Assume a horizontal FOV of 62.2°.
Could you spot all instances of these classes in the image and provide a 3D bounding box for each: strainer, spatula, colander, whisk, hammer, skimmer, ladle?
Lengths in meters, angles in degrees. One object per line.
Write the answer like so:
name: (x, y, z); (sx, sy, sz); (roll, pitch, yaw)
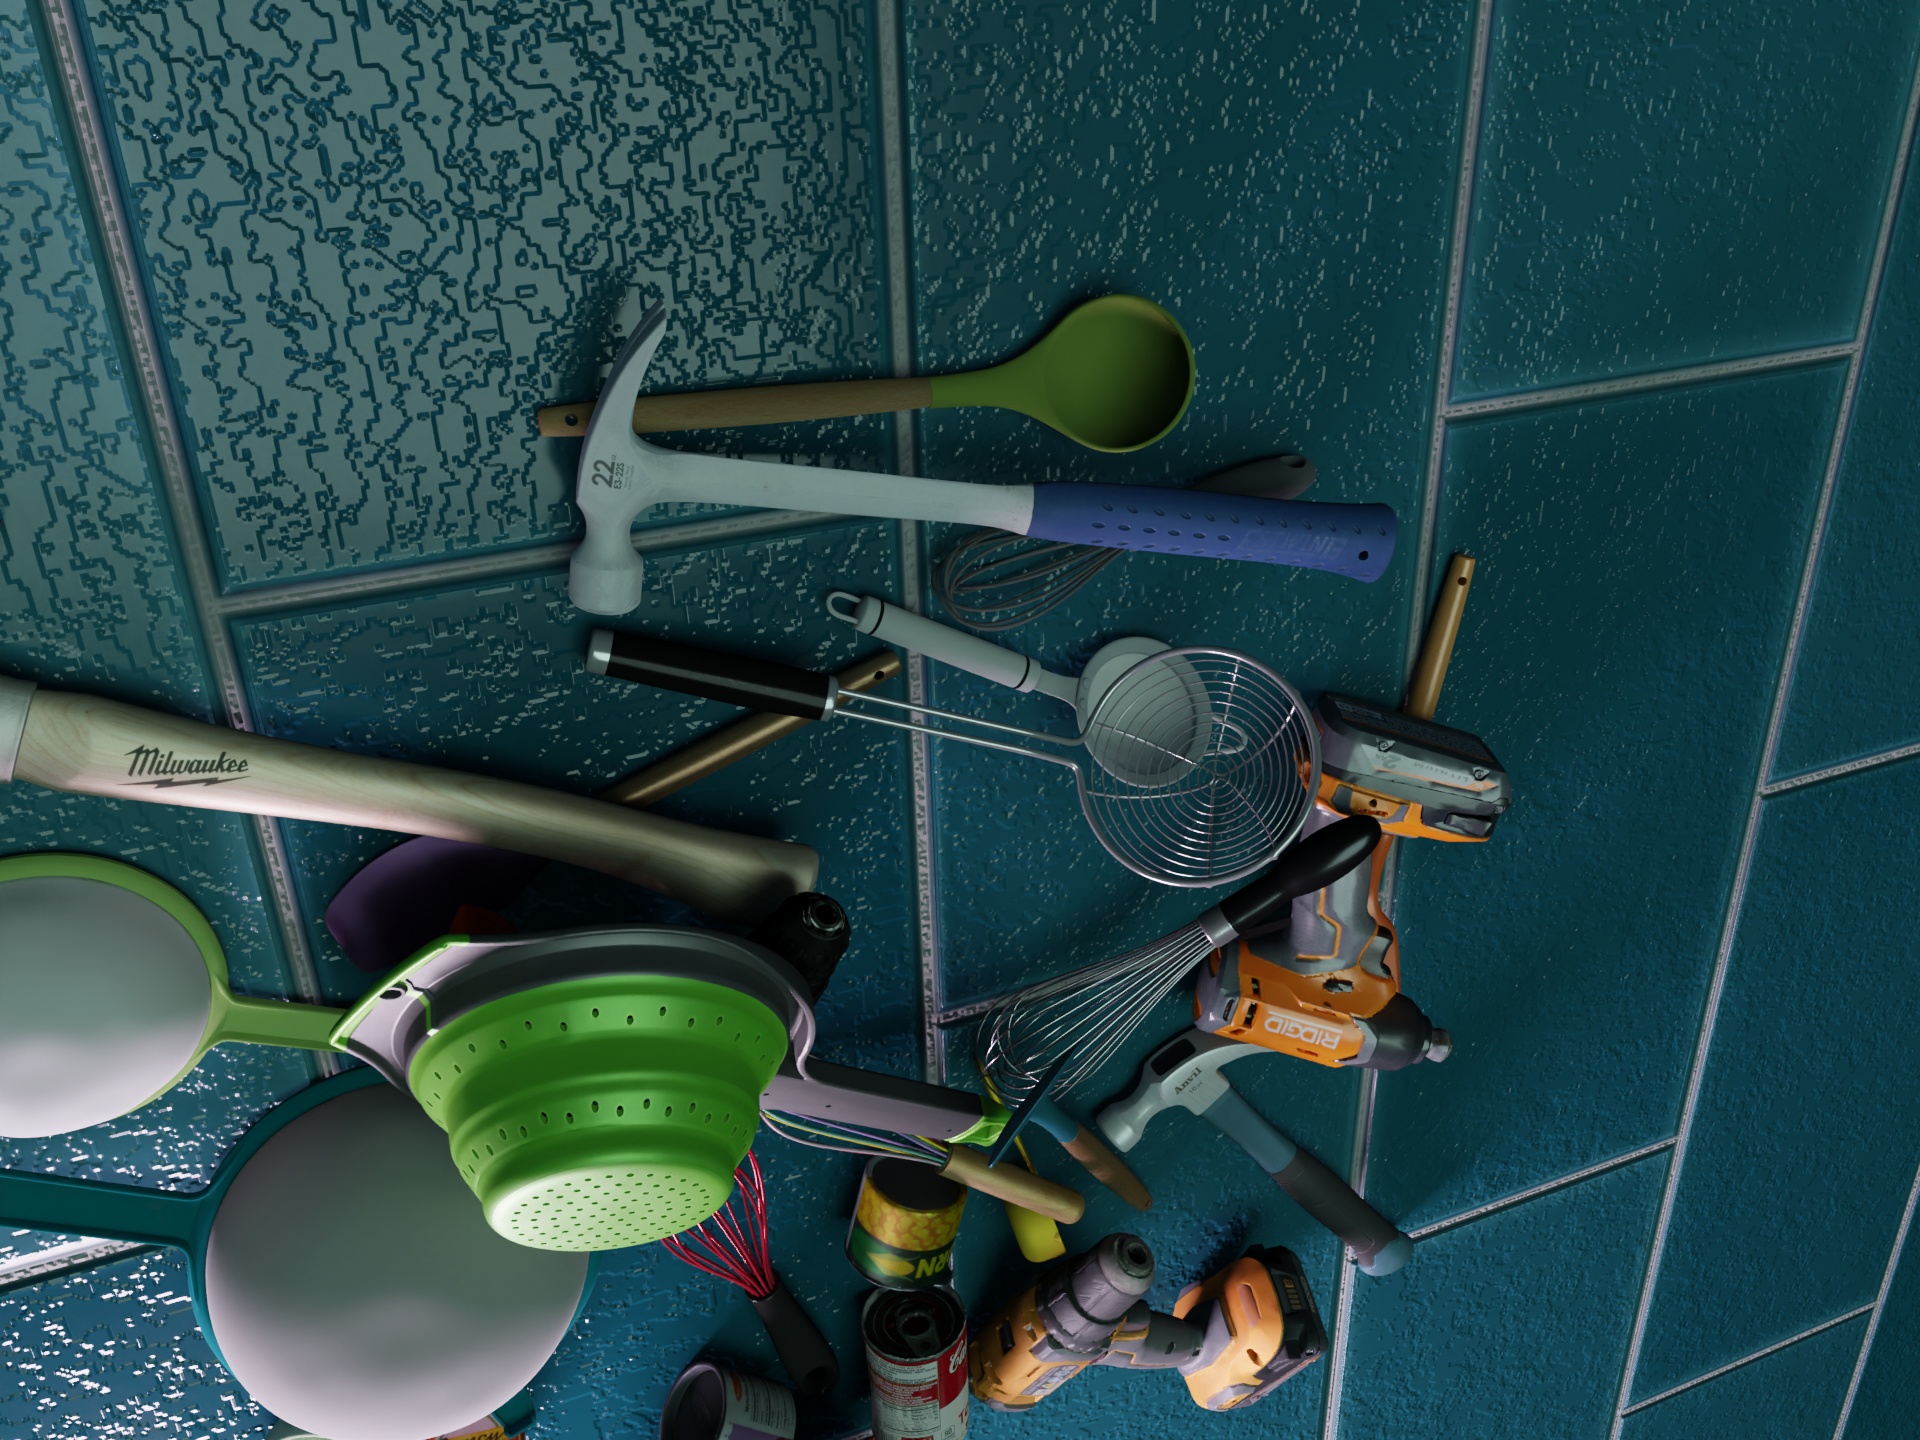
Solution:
strainer: (-0.339, 0.271, 0.788); (0.340, 0.095, 0.211); (17, 95, -24)
spatula: (0.079, 0.264, 0.968); (0.082, 0.044, 0.317); (-52, 146, -11)
colander: (-0.107, 0.208, 0.790); (0.396, 0.095, 0.204); (23, 131, -40)
whisk: (-0.026, 0.251, 0.946); (0.244, 0.051, 0.047); (27, 91, -20)
spatula: (-0.172, 0.038, 0.815); (0.316, 0.018, 0.059); (-27, 119, -10)
spatula: (0.280, 0.052, 1.017); (0.081, 0.041, 0.322); (10, 109, -2)
hammer: (-0.256, 0.029, 0.748); (0.410, 0.038, 0.146); (14, 105, -26)
whisk: (0.093, -0.101, 0.855); (0.239, 0.055, 0.055); (-21, 121, -19)
whisk: (-0.126, 0.330, 0.958); (0.073, 0.073, 0.295); (-27, 129, -11)
skimmer: (-0.001, -0.003, 0.793); (0.363, 0.090, 0.127); (12, 82, -15)
strainer: (0.041, -0.024, 0.872); (0.258, 0.050, 0.087); (20, 71, -25)
hammer: (0.232, 0.316, 1.129); (0.128, 0.033, 0.330); (-45, 124, 2)
ladle: (-0.038, -0.157, 0.762); (0.320, 0.062, 0.078); (-8, 96, -18)
strainer: (-0.370, 0.151, 0.748); (0.256, 0.069, 0.151); (14, 108, -28)
hammer: (0.024, -0.108, 0.765); (0.405, 0.035, 0.144); (3, 119, -16)
whisk: (0.125, 0.137, 0.940); (0.284, 0.070, 0.070); (-36, 125, 13)

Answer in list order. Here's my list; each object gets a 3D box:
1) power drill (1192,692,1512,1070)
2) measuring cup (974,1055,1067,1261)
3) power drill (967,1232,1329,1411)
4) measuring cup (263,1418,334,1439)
power drill: (0.255, 0.113, 0.985); (0.164, 0.084, 0.226); (16, 109, -2)
measuring cup: (0.028, 0.280, 1.013); (0.029, 0.062, 0.156); (-24, 111, -1)
power drill: (0.137, 0.400, 1.069); (0.226, 0.084, 0.185); (11, 133, -27)
measuring cup: (-0.327, 0.449, 0.908); (0.083, 0.038, 0.167); (-39, 109, 10)
